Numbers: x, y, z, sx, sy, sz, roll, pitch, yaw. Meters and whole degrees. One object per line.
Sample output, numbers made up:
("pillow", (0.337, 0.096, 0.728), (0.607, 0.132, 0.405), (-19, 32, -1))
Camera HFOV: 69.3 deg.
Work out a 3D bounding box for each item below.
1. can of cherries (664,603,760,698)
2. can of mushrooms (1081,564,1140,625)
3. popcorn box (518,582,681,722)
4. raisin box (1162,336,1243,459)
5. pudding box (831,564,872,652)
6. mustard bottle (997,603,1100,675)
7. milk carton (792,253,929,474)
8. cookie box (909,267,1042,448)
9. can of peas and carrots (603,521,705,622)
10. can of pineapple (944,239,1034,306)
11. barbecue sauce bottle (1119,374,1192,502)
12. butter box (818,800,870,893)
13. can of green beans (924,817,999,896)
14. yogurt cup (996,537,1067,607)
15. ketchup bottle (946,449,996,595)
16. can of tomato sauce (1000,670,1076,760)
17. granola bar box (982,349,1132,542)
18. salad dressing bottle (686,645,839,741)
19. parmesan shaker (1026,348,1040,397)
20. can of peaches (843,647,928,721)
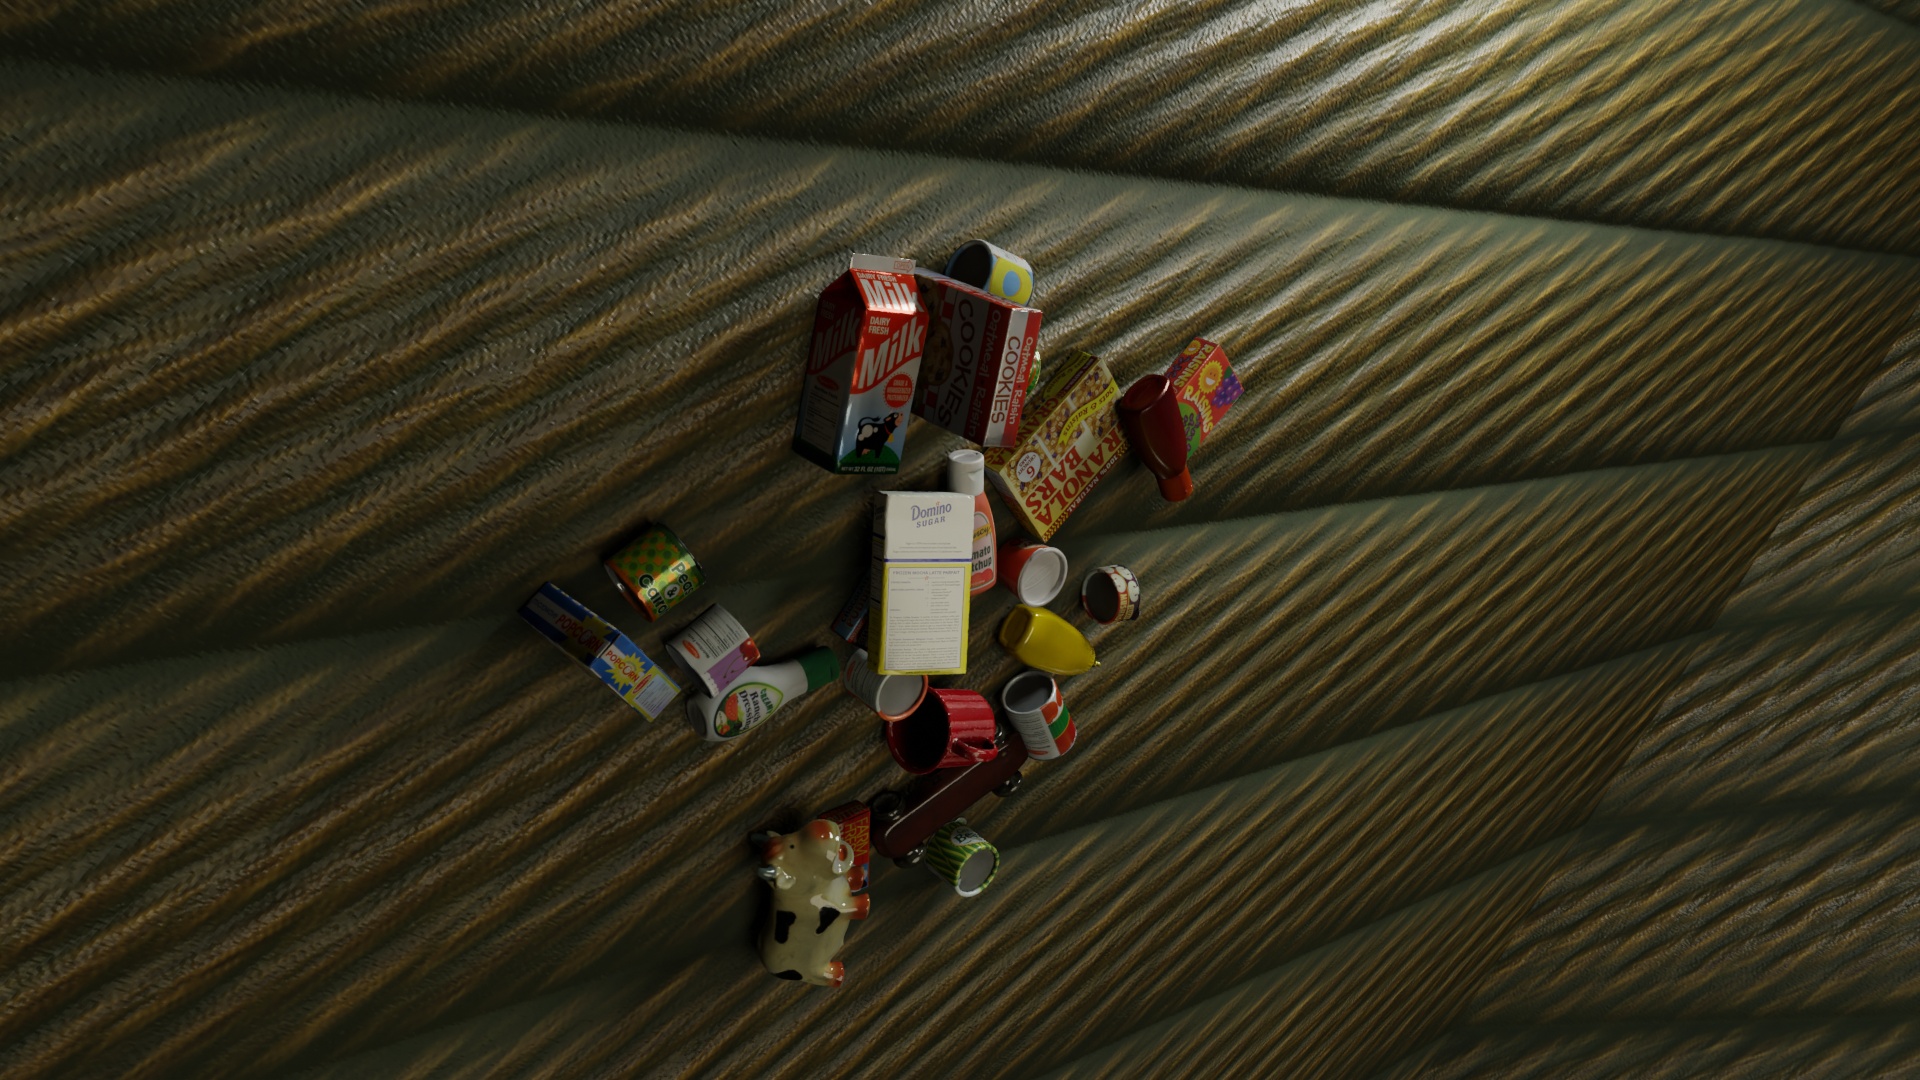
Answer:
("can of cherries", (-0.223, 0.100, 1.250), (0.058, 0.071, 0.071), (-41, 132, -20))
("can of mushrooms", (0.171, 0.063, 1.573), (0.033, 0.071, 0.070), (-7, 115, -37))
("popcorn box", (-0.296, 0.090, 1.135), (0.038, 0.127, 0.085), (-50, 135, -16))
("raisin box", (0.256, -0.155, 1.564), (0.123, 0.040, 0.086), (-50, 133, -9))
("pudding box", (-0.085, 0.067, 1.378), (0.049, 0.030, 0.084), (37, 84, -44))
("mustard bottle", (0.108, 0.120, 1.561), (0.160, 0.049, 0.065), (29, 89, -46))
("milk carton", (-0.086, -0.159, 1.237), (0.072, 0.073, 0.189), (-2, 111, -41))
("cookie box", (-0.006, -0.165, 1.237), (0.040, 0.168, 0.122), (-4, 113, -41))
("can of peas and carrots", (-0.258, 0.028, 1.178), (0.059, 0.071, 0.070), (-39, 131, -20))
("can of pineapple", (0.026, -0.240, 1.300), (0.058, 0.071, 0.071), (15, 100, -44))
("barbecue sauce bottle", (0.217, -0.105, 1.497), (0.065, 0.044, 0.148), (-48, 134, -23))
("butter box", (-0.124, 0.331, 1.477), (0.053, 0.024, 0.103), (-15, 120, -35))
("can of green beans", (0.002, 0.362, 1.579), (0.071, 0.058, 0.071), (-19, 122, -34))
("yogurt cup", (0.072, 0.031, 1.482), (0.073, 0.054, 0.072), (-19, 122, -34))
("ketchup bottle", (0.005, -0.018, 1.407), (0.065, 0.043, 0.148), (-17, 120, -30))
("can of tomato sauce", (0.089, 0.196, 1.570), (0.071, 0.071, 0.082), (-40, 131, -19))
("granola bar box", (0.106, -0.099, 1.459), (0.166, 0.039, 0.123), (-48, 135, -13))
("salad dressing bottle", (-0.185, 0.141, 1.317), (0.148, 0.044, 0.064), (-22, 122, -33))
("parmesan shaker", (0.017, -0.169, 1.326), (0.103, 0.071, 0.071), (8, 105, -43))
("can of peaches", (-0.073, 0.142, 1.405), (0.071, 0.058, 0.071), (-19, 121, -33))
